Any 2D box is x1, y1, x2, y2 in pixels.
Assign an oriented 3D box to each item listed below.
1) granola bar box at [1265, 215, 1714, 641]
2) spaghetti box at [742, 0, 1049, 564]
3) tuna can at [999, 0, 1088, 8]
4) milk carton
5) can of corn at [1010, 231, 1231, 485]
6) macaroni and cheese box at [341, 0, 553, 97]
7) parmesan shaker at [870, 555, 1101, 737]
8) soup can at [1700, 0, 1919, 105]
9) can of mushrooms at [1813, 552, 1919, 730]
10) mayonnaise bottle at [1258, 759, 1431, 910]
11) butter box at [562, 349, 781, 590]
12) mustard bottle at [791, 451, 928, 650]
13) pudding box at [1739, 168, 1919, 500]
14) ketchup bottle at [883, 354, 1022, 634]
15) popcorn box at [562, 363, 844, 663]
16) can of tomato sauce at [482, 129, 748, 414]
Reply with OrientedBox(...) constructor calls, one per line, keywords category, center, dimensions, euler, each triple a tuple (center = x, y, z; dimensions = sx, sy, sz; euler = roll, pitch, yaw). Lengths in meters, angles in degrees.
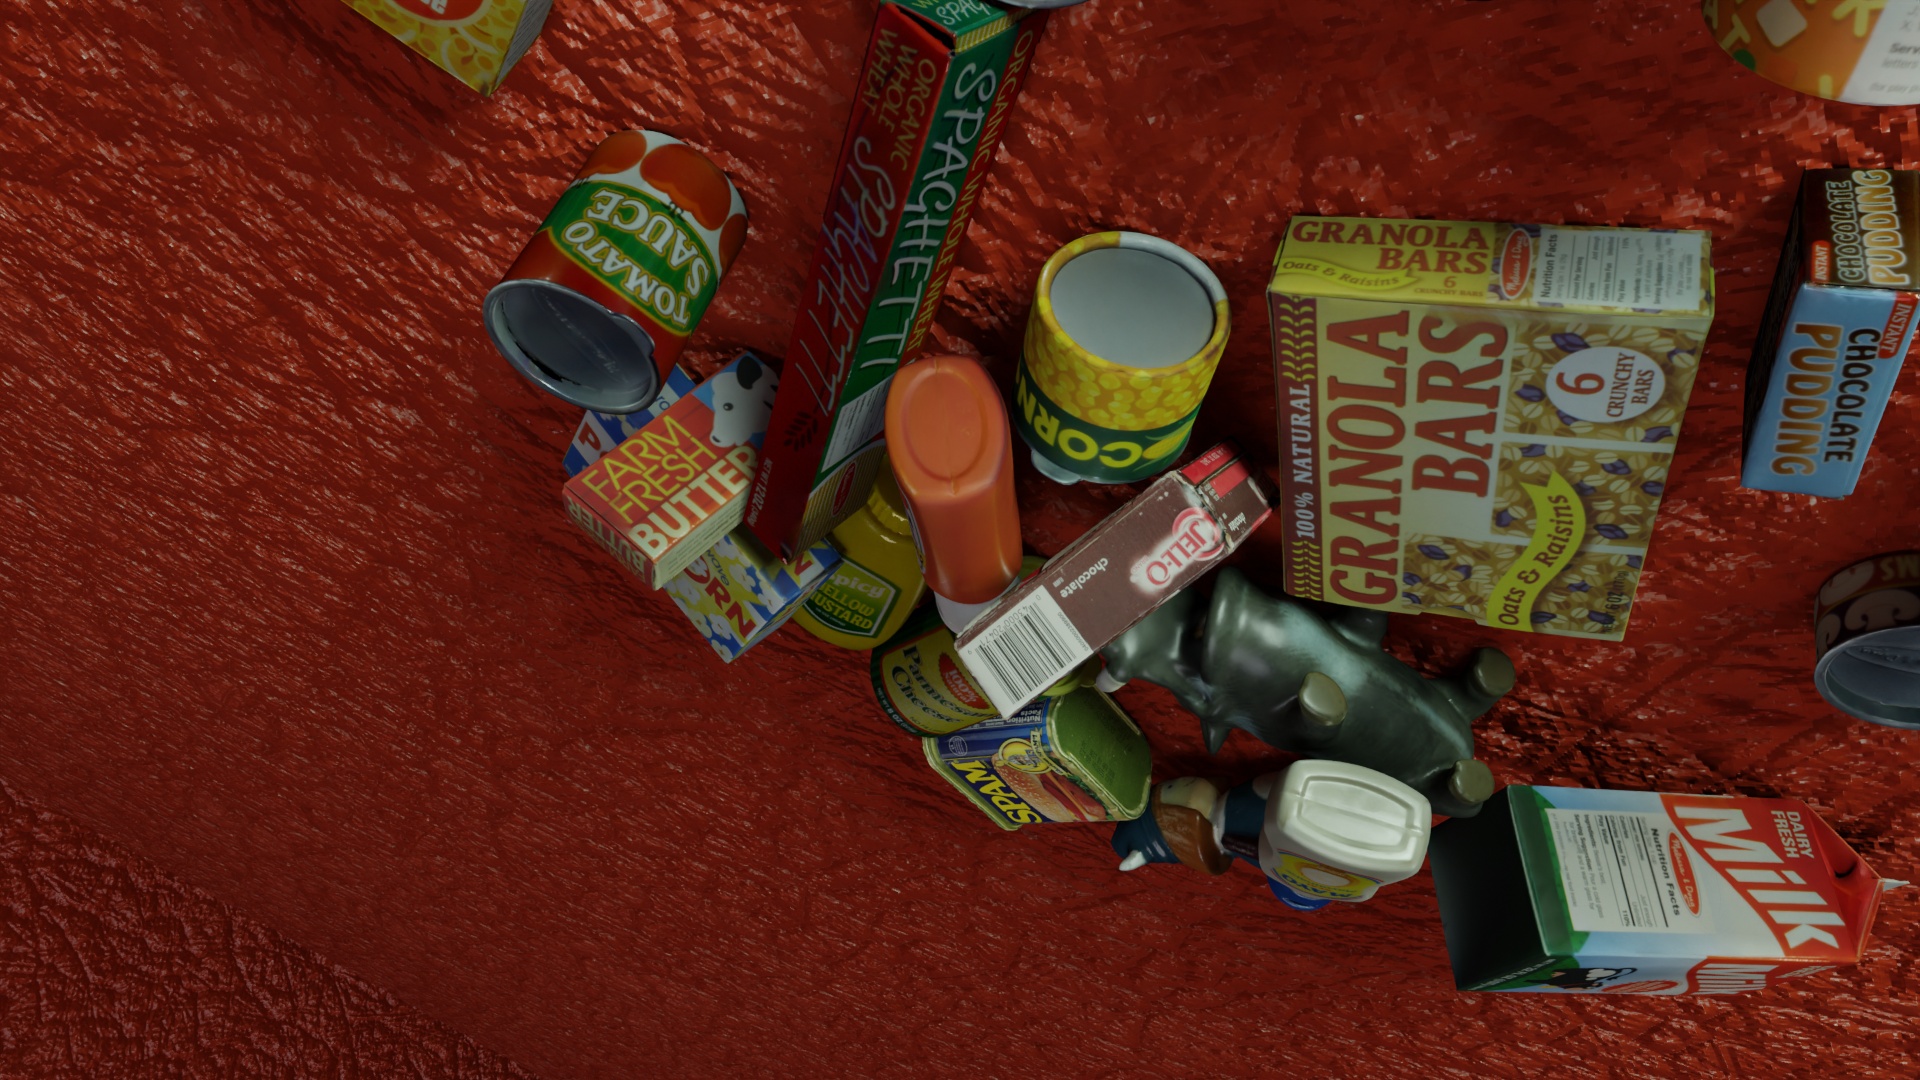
OrientedBox(category="granola bar box", center=(0.173, -0.033, 0.475), dimensions=(0.124, 0.039, 0.164), euler=(8, 145, 21))
OrientedBox(category="spaghetti box", center=(-0.030, -0.082, 0.478), dimensions=(0.029, 0.050, 0.248), euler=(40, 142, 12))
OrientedBox(category="tuna can", center=(0.019, -0.175, 0.360), dimensions=(0.071, 0.033, 0.070), euler=(15, 147, 10))
OrientedBox(category="milk carton", center=(0.314, 0.157, 0.613), dimensions=(0.191, 0.074, 0.072), euler=(5, 150, -12))
OrientedBox(category="can of corn", center=(0.052, -0.061, 0.473), dimensions=(0.071, 0.071, 0.058), euler=(18, 146, 5))
OrientedBox(category="macaroni and cheese box", center=(-0.160, -0.221, 0.389), dimensions=(0.123, 0.040, 0.165), euler=(33, 146, -17))
OrientedBox(category="parmesan shaker", center=(0.011, 0.056, 0.671), dimensions=(0.071, 0.071, 0.102), euler=(34, 145, -19))
OrientedBox(category="soup can", center=(0.195, -0.143, 0.279), dimensions=(0.071, 0.072, 0.083), euler=(11, 147, 15))
OrientedBox(category="can of mushrooms", center=(0.337, 0.035, 0.485), dimensions=(0.071, 0.033, 0.070), euler=(15, 147, 10))
OrientedBox(category="mayonnaise bottle", center=(0.162, 0.135, 0.613), dimensions=(0.065, 0.041, 0.147), euler=(15, 159, 12))
OrientedBox(category="butter box", center=(-0.105, -0.030, 0.568), dimensions=(0.053, 0.104, 0.024), euler=(39, 150, 16))
OrientedBox(category="mustard bottle", center=(-0.036, -0.003, 0.629), dimensions=(0.065, 0.049, 0.159), euler=(29, 146, -5))
OrientedBox(category="pudding box", center=(0.244, -0.056, 0.390), dimensions=(0.030, 0.050, 0.083), euler=(8, 145, 23))
OrientedBox(category="ketchup bottle", center=(0.002, -0.007, 0.542), dimensions=(0.043, 0.065, 0.148), euler=(-9, 152, 2))
OrientedBox(category="popcorn box", center=(-0.120, -0.014, 0.628), dimensions=(0.126, 0.038, 0.085), euler=(50, 144, 1))
OrientedBox(category="can of tomato sauce", center=(-0.122, -0.099, 0.506), dimensions=(0.071, 0.083, 0.070), euler=(15, 147, 10))
